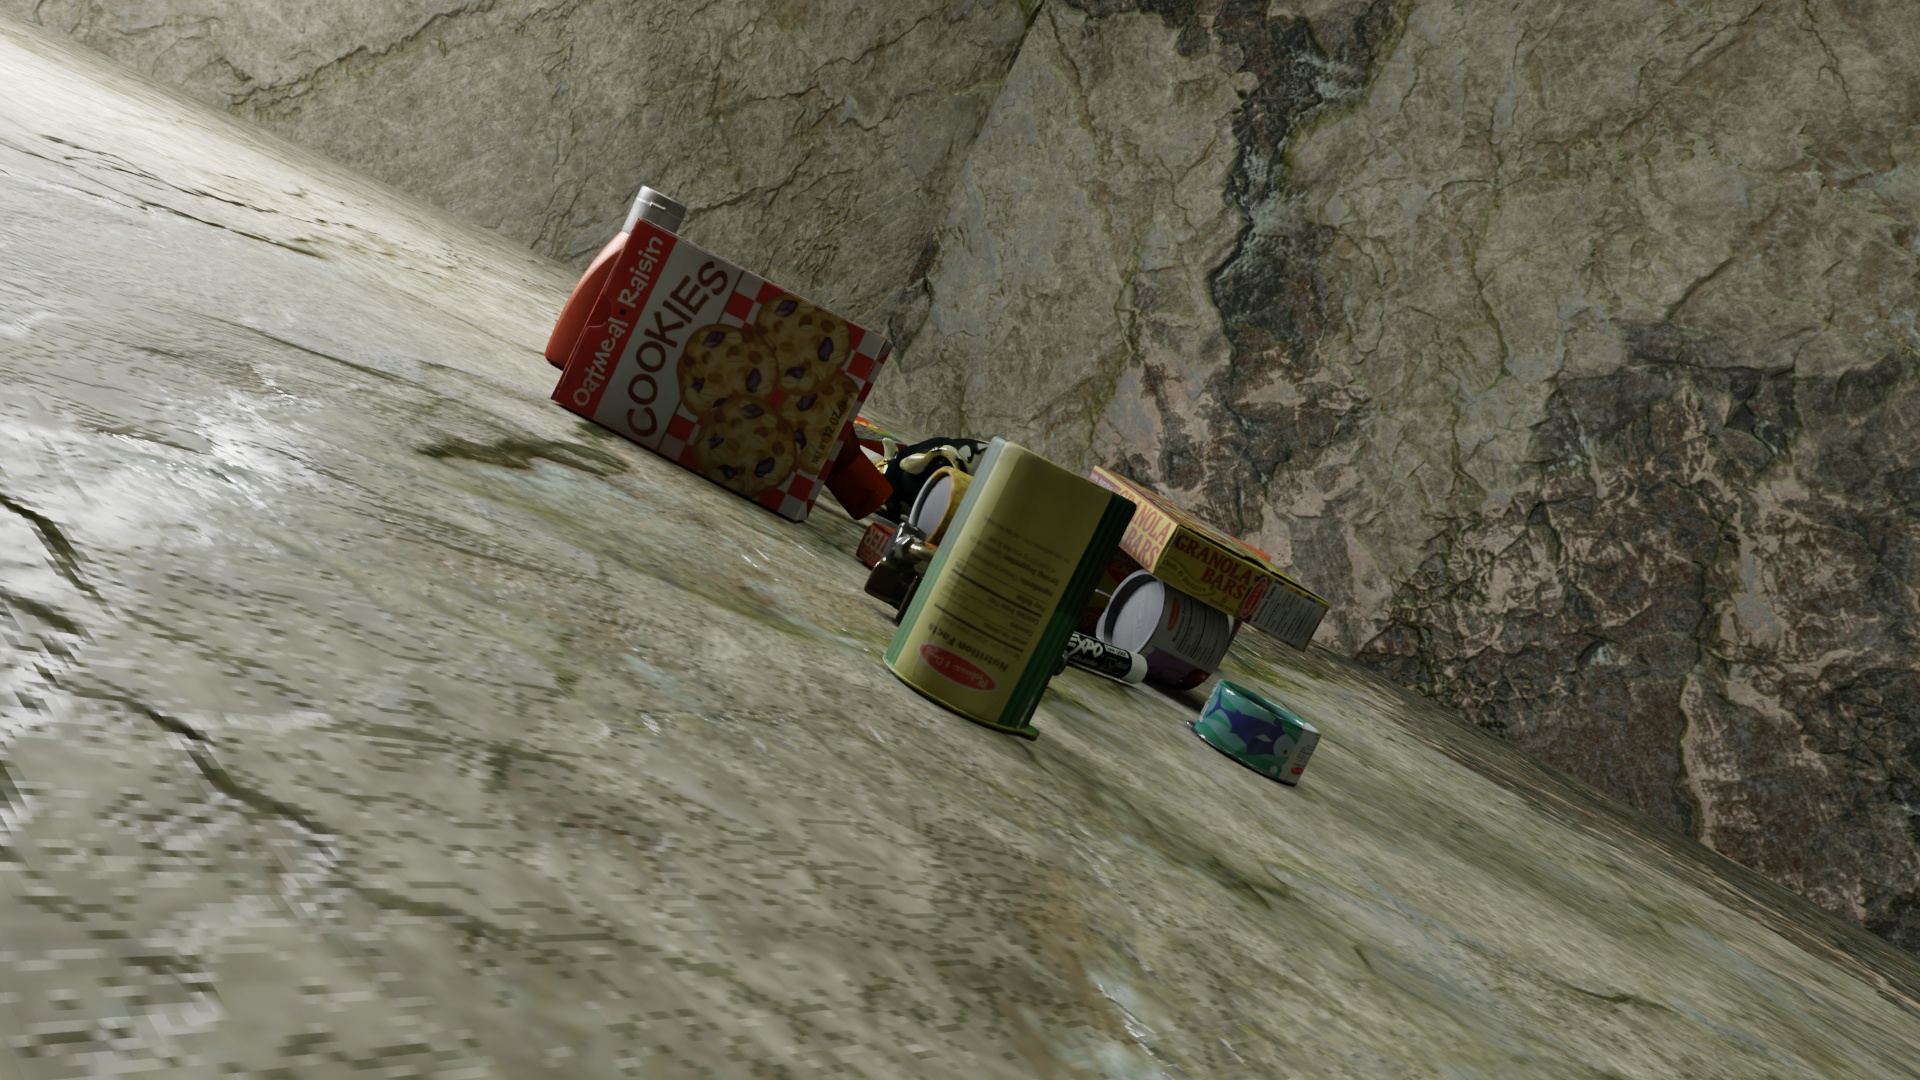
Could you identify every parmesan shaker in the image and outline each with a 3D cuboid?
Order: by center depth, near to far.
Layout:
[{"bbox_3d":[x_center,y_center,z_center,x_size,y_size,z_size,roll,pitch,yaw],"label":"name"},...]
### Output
[{"bbox_3d":[0.023,0.018,0.563,0.071,0.103,0.071,27,4,-2],"label":"parmesan shaker"}]

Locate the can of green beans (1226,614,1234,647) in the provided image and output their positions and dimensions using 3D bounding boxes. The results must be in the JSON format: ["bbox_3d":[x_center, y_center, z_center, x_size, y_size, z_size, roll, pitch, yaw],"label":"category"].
[{"bbox_3d":[0.169,0.062,1.082,0.058,0.071,0.071,23,6,-30],"label":"can of green beans"}]

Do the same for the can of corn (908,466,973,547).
[{"bbox_3d":[0.004,-0.012,0.987,0.058,0.071,0.071,24,5,-23],"label":"can of corn"}]

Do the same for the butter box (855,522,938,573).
[{"bbox_3d":[-0.007,0.022,0.821,0.103,0.024,0.053,23,7,-37],"label":"butter box"}]

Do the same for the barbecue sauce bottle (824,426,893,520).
[{"bbox_3d":[-0.106,-0.080,0.972,0.148,0.065,0.044,51,3,-15],"label":"barbecue sauce bottle"}]

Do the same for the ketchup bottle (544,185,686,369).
[{"bbox_3d":[-0.251,-0.189,1.036,0.065,0.148,0.043,25,6,-12],"label":"ketchup bottle"}]

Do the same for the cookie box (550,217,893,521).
[{"bbox_3d":[-0.144,-0.103,0.843,0.167,0.123,0.040,27,3,1],"label":"cookie box"}]

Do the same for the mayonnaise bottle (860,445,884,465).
[{"bbox_3d":[-0.135,-0.083,1.165,0.148,0.041,0.065,26,3,13],"label":"mayonnaise bottle"}]

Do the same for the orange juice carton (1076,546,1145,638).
[{"bbox_3d":[0.088,0.022,1.038,0.072,0.073,0.193,25,6,-25],"label":"orange juice carton"}]

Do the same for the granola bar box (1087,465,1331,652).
[{"bbox_3d":[0.158,0.008,0.939,0.124,0.039,0.166,26,8,-19],"label":"granola bar box"}]

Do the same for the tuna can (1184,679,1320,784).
[{"bbox_3d":[0.166,0.107,0.788,0.071,0.033,0.071,27,5,-2],"label":"tuna can"}]

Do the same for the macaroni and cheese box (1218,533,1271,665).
[{"bbox_3d":[0.184,0.036,1.174,0.124,0.040,0.165,27,-23,12],"label":"macaroni and cheese box"}]

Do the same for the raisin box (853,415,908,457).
[{"bbox_3d":[-0.116,-0.092,1.270,0.086,0.040,0.123,6,16,-34],"label":"raisin box"}]

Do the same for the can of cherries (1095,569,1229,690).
[{"bbox_3d":[0.134,0.060,0.924,0.058,0.071,0.071,25,5,-24],"label":"can of cherries"}]
